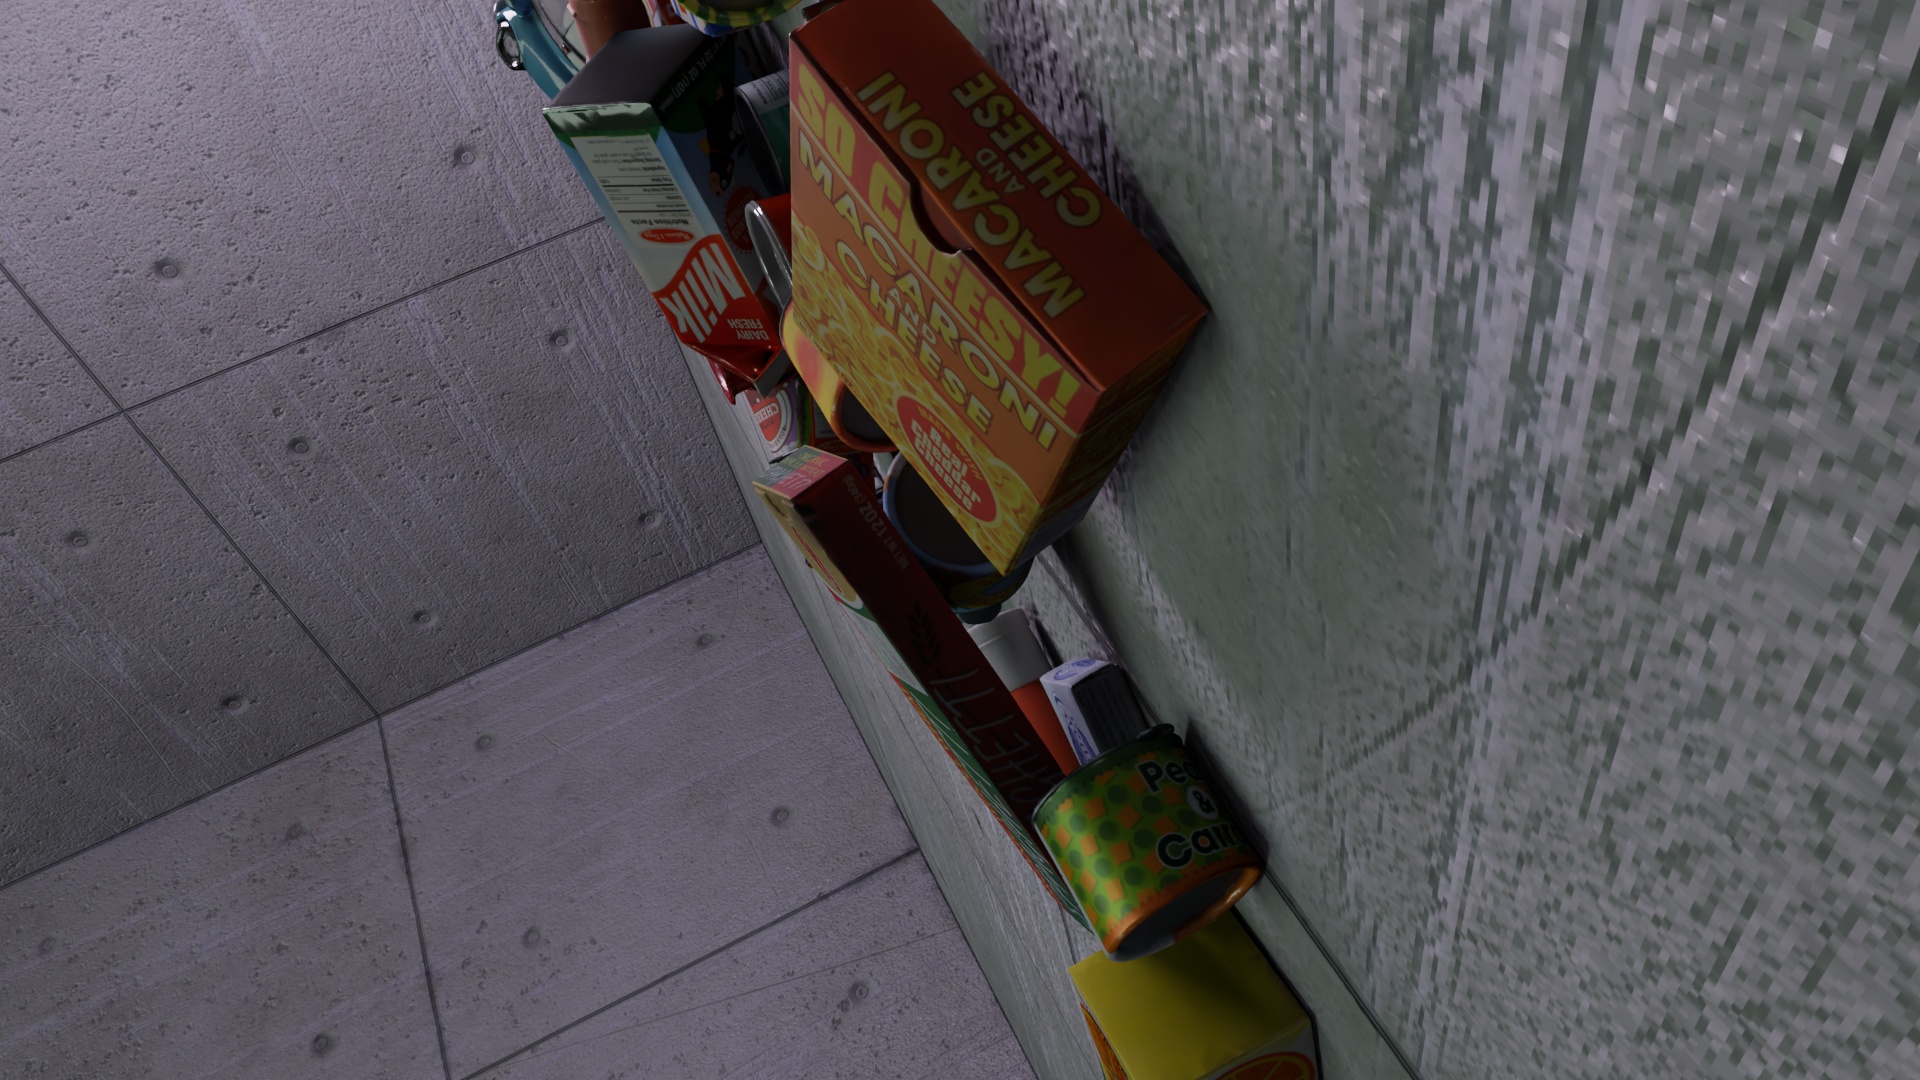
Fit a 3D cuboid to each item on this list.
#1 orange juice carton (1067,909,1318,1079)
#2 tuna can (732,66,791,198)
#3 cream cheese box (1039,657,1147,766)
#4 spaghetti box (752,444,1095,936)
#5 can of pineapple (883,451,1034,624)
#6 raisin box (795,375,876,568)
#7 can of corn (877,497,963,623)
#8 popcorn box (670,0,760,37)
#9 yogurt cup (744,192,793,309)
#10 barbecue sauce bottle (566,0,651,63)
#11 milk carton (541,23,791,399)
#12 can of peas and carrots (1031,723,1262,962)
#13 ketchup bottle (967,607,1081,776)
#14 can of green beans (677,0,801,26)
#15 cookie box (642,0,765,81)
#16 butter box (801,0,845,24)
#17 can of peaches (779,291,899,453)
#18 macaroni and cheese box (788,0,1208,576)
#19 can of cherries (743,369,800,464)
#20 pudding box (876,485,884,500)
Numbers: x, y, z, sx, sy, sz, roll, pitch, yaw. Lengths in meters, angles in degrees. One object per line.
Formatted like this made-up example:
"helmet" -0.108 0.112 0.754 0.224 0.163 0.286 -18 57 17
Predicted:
"orange juice carton" 0.110 0.247 0.608 0.072 0.073 0.191 53 166 49
"tuna can" -0.078 -0.184 0.653 0.071 0.033 0.071 62 170 20
"cream cheese box" 0.071 0.101 0.597 0.103 0.024 0.053 65 169 -2
"spaghetti box" 0.002 0.068 0.563 0.249 0.029 0.050 56 165 -23
"can of pineapple" 0.002 -0.007 0.570 0.071 0.071 0.057 62 170 15
"raisin box" -0.078 -0.043 0.861 0.086 0.040 0.123 -176 82 -77
"can of corn" -0.026 0.014 0.781 0.071 0.071 0.058 58 168 33
"popcorn box" -0.126 -0.295 0.616 0.085 0.038 0.126 52 165 56
"yogurt cup" -0.058 -0.129 0.623 0.072 0.054 0.072 61 170 20
"barbecue sauce bottle" -0.175 -0.238 0.759 0.065 0.044 0.147 57 166 35
"milk carton" -0.126 -0.165 0.723 0.073 0.073 0.189 7 142 30
"can of peas and carrots" 0.070 0.112 0.514 0.059 0.071 0.070 59 168 30
"ketchup bottle" 0.046 0.107 0.685 0.149 0.043 0.064 63 169 11
"can of green beans" -0.082 -0.222 0.479 0.058 0.071 0.071 59 169 27
"cookie box" -0.158 -0.301 0.768 0.167 0.040 0.123 67 170 -14
"butter box" -0.022 -0.142 0.483 0.104 0.024 0.053 59 169 34
"can of peaches" -0.035 -0.078 0.590 0.058 0.071 0.071 57 168 35
"macaroni and cheese box" 0.000 -0.066 0.417 0.124 0.040 0.166 50 165 9
"can of cherries" -0.109 -0.091 0.943 0.058 0.071 0.071 66 170 -2
"pudding box" -0.043 -0.010 0.911 0.049 0.030 0.083 65 171 -7
